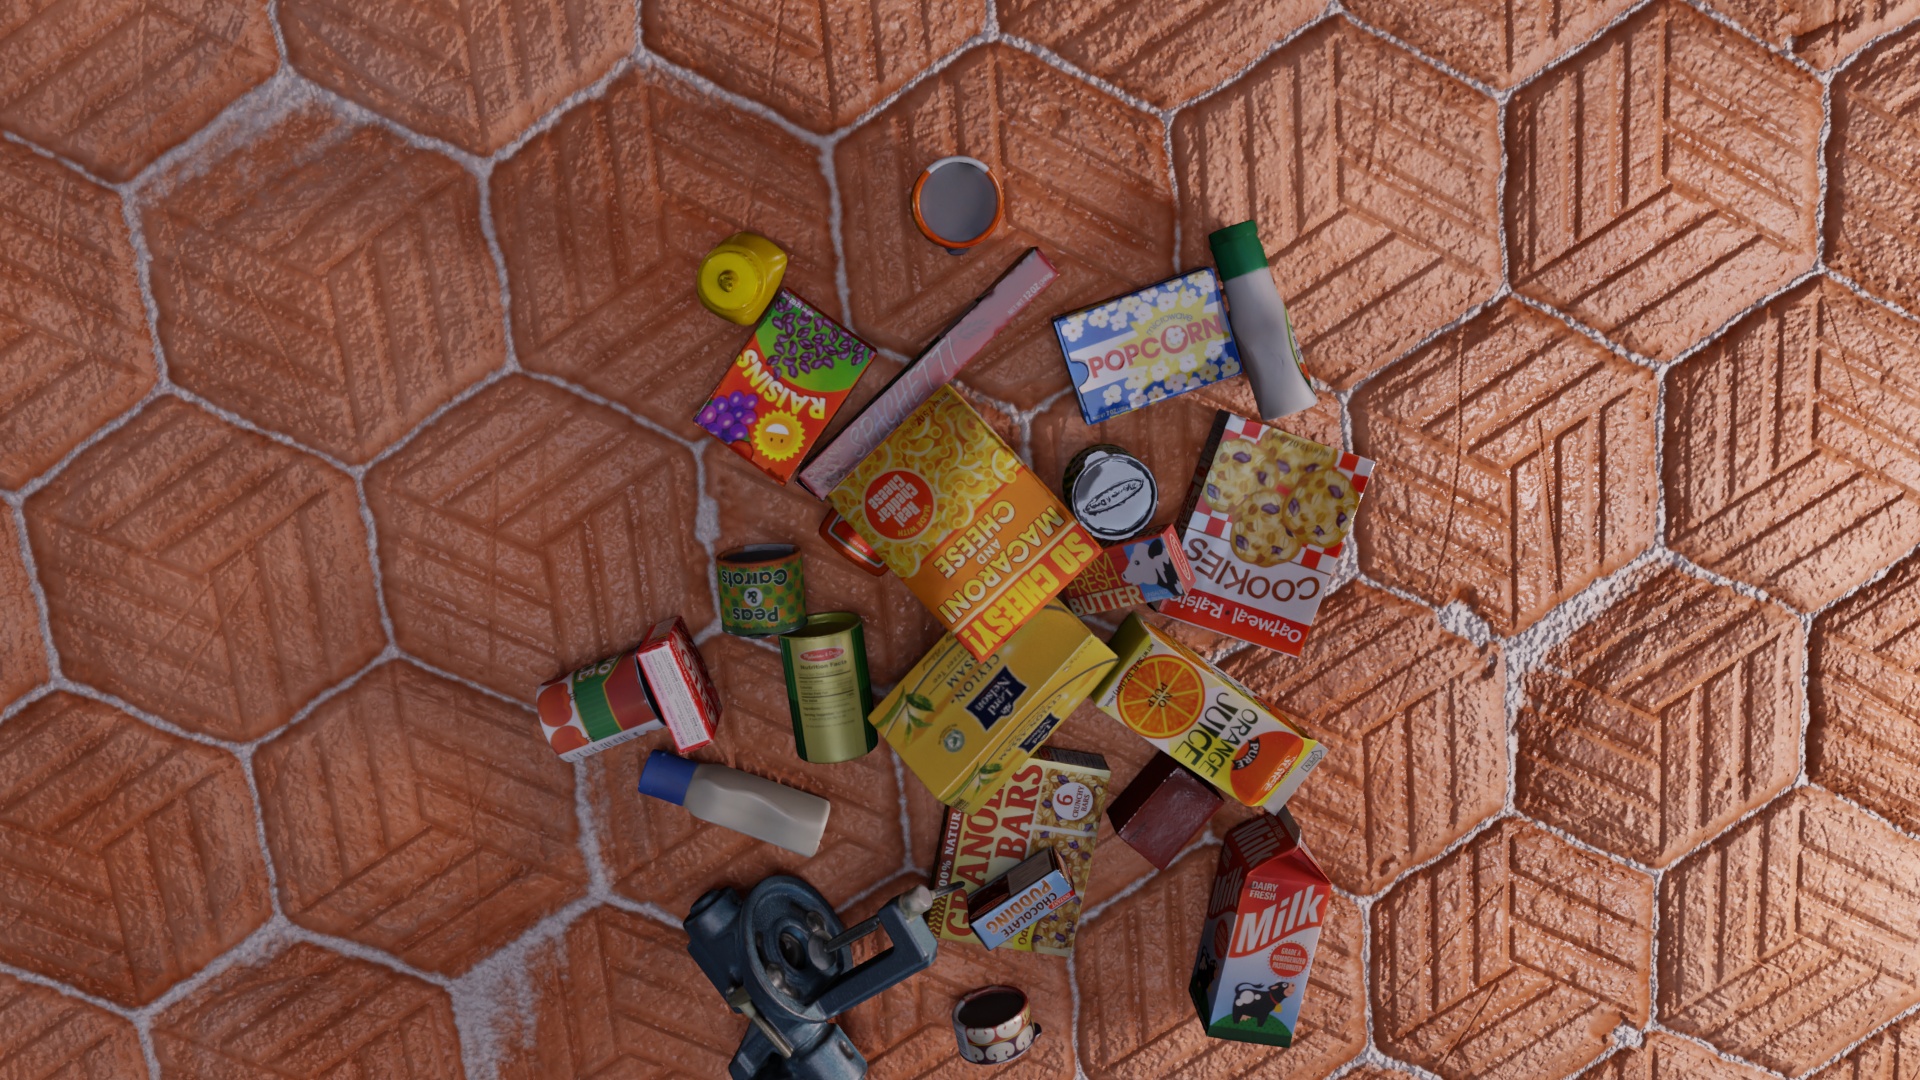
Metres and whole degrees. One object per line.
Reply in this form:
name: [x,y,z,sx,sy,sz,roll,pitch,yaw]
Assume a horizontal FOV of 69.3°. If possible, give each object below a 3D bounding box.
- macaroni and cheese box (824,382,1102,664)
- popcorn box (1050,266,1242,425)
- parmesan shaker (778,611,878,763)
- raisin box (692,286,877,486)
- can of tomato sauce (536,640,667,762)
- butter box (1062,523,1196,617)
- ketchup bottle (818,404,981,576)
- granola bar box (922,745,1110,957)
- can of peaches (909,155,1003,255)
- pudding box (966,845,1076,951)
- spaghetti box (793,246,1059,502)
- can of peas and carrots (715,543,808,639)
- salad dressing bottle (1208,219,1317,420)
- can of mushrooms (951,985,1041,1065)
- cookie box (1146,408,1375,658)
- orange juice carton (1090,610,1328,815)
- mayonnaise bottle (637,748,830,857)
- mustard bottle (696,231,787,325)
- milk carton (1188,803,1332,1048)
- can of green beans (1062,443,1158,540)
macaroni and cheese box: [0.004,-0.013,1.016,0.123,0.040,0.166,-43,88,5]
popcorn box: [0.141,-0.149,1.056,0.127,0.038,0.085,-19,104,0]
parmesan shaker: [-0.105,0.114,1.081,0.071,0.071,0.102,-7,103,-2]
raisin box: [-0.131,-0.116,1.045,0.086,0.040,0.123,35,98,-11]
can of tomato sauce: [-0.275,0.124,1.072,0.083,0.071,0.071,-21,103,2]
butter box: [0.124,0.024,1.072,0.103,0.024,0.053,-15,106,35]
ketchup bottle: [-0.042,-0.047,1.063,0.065,0.043,0.148,36,97,-4]
granola bar box: [0.044,0.248,1.131,0.124,0.039,0.165,10,101,-5]
can of peaches: [-0.003,-0.244,1.016,0.071,0.058,0.071,-1,101,-4]
pudding box: [0.047,0.280,1.092,0.083,0.050,0.030,-33,100,4]
spaghetti box: [-0.027,-0.125,1.044,0.250,0.050,0.028,-43,100,6]
can of peas and carrots: [-0.152,0.038,1.059,0.071,0.071,0.058,-4,102,-3]
salad dressing bottle: [0.226,-0.166,1.049,0.044,0.064,0.147,-18,95,14]
can of mushrooms: [0.030,0.399,1.148,0.071,0.071,0.033,-13,101,-1]
cookie box: [0.234,-0.005,1.092,0.123,0.040,0.167,18,99,-7]
orange juice carton: [0.197,0.143,1.102,0.192,0.073,0.071,34,98,-10]
mayonnaise bottle: [-0.179,0.205,1.098,0.148,0.065,0.041,19,98,-3]
mustard bottle: [-0.155,-0.183,0.967,0.049,0.160,0.065,28,98,-8]
milk carton: [0.248,0.309,1.139,0.073,0.072,0.190,9,102,-6]
can of green beans: [0.114,-0.038,1.067,0.071,0.058,0.071,-1,102,-3]
